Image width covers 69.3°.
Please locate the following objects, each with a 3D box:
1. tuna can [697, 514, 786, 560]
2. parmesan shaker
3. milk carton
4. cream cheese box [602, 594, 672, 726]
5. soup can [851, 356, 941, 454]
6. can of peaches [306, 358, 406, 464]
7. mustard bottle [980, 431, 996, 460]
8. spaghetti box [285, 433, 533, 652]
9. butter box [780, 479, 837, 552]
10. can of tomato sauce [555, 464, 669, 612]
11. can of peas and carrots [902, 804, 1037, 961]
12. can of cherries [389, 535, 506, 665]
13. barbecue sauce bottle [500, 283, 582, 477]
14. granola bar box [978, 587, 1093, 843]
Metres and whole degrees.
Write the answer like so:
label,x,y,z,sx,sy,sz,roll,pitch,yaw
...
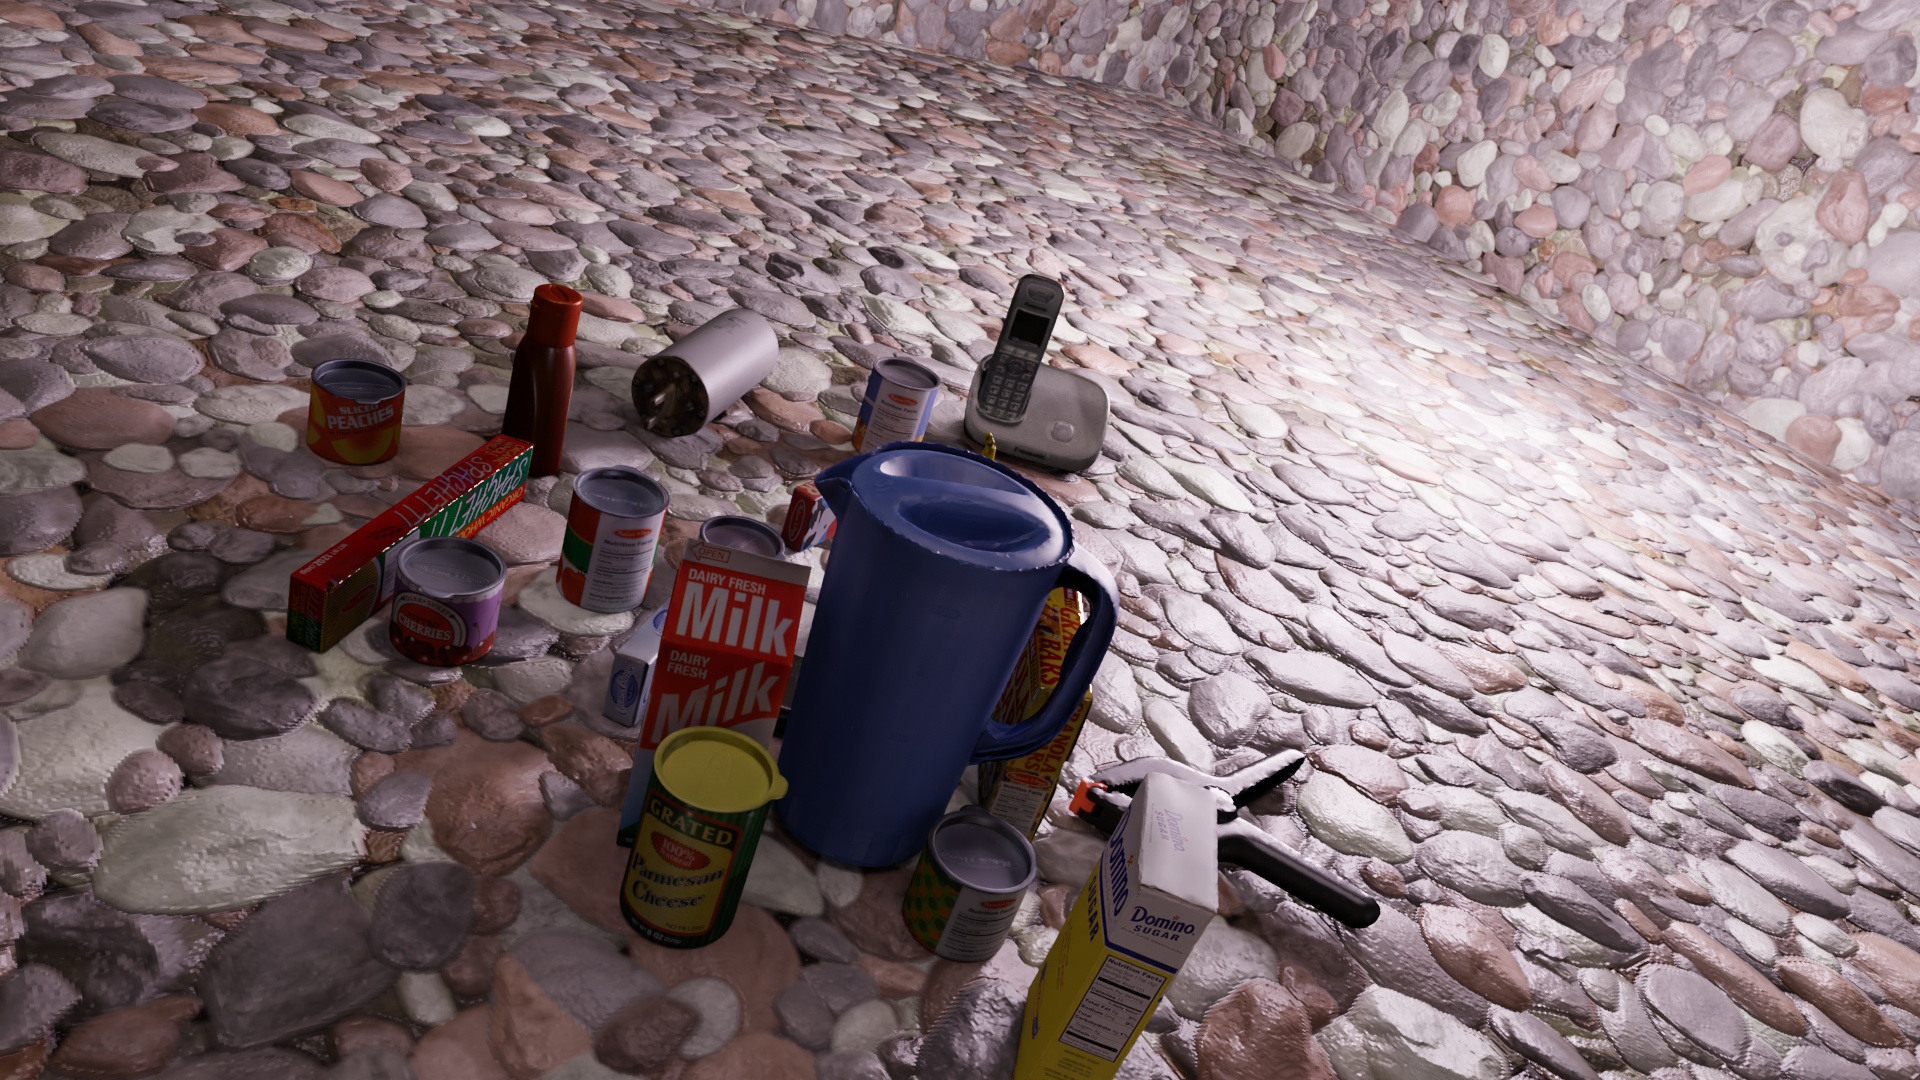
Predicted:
label,x,y,z,sx,sy,sz,roll,pitch,yaw
tuna can,-0.169,0.012,1.066,0.071,0.032,0.071,15,28,-8
parmesan shaker,-0.139,0.161,0.748,0.071,0.102,0.071,15,28,-8
milk carton,-0.140,0.085,0.789,0.072,0.189,0.074,13,28,-12
cream cheese box,-0.199,0.073,0.918,0.024,0.053,0.104,22,28,5
soup can,-0.062,-0.124,1.320,0.071,0.083,0.072,15,28,-8
can of peaches,-0.457,-0.096,1.050,0.071,0.057,0.071,15,28,-8
mustard bottle,0.004,-0.014,1.086,0.049,0.159,0.065,-8,38,-41
spaghetti box,-0.370,-0.006,0.954,0.029,0.050,0.251,22,28,4
butter box,-0.106,-0.030,1.159,0.024,0.053,0.104,31,30,20
can of tomato sauce,-0.248,-0.001,0.987,0.071,0.082,0.071,15,28,-8
can of peas and carrots,0.004,0.201,0.815,0.071,0.058,0.071,15,28,-8
can of cherries,-0.330,0.040,0.889,0.071,0.058,0.072,15,28,-8
barbecue sauce bottle,-0.328,-0.127,1.089,0.044,0.147,0.065,-5,36,-38
granola bar box,0.048,0.104,0.945,0.039,0.123,0.166,16,28,-8
